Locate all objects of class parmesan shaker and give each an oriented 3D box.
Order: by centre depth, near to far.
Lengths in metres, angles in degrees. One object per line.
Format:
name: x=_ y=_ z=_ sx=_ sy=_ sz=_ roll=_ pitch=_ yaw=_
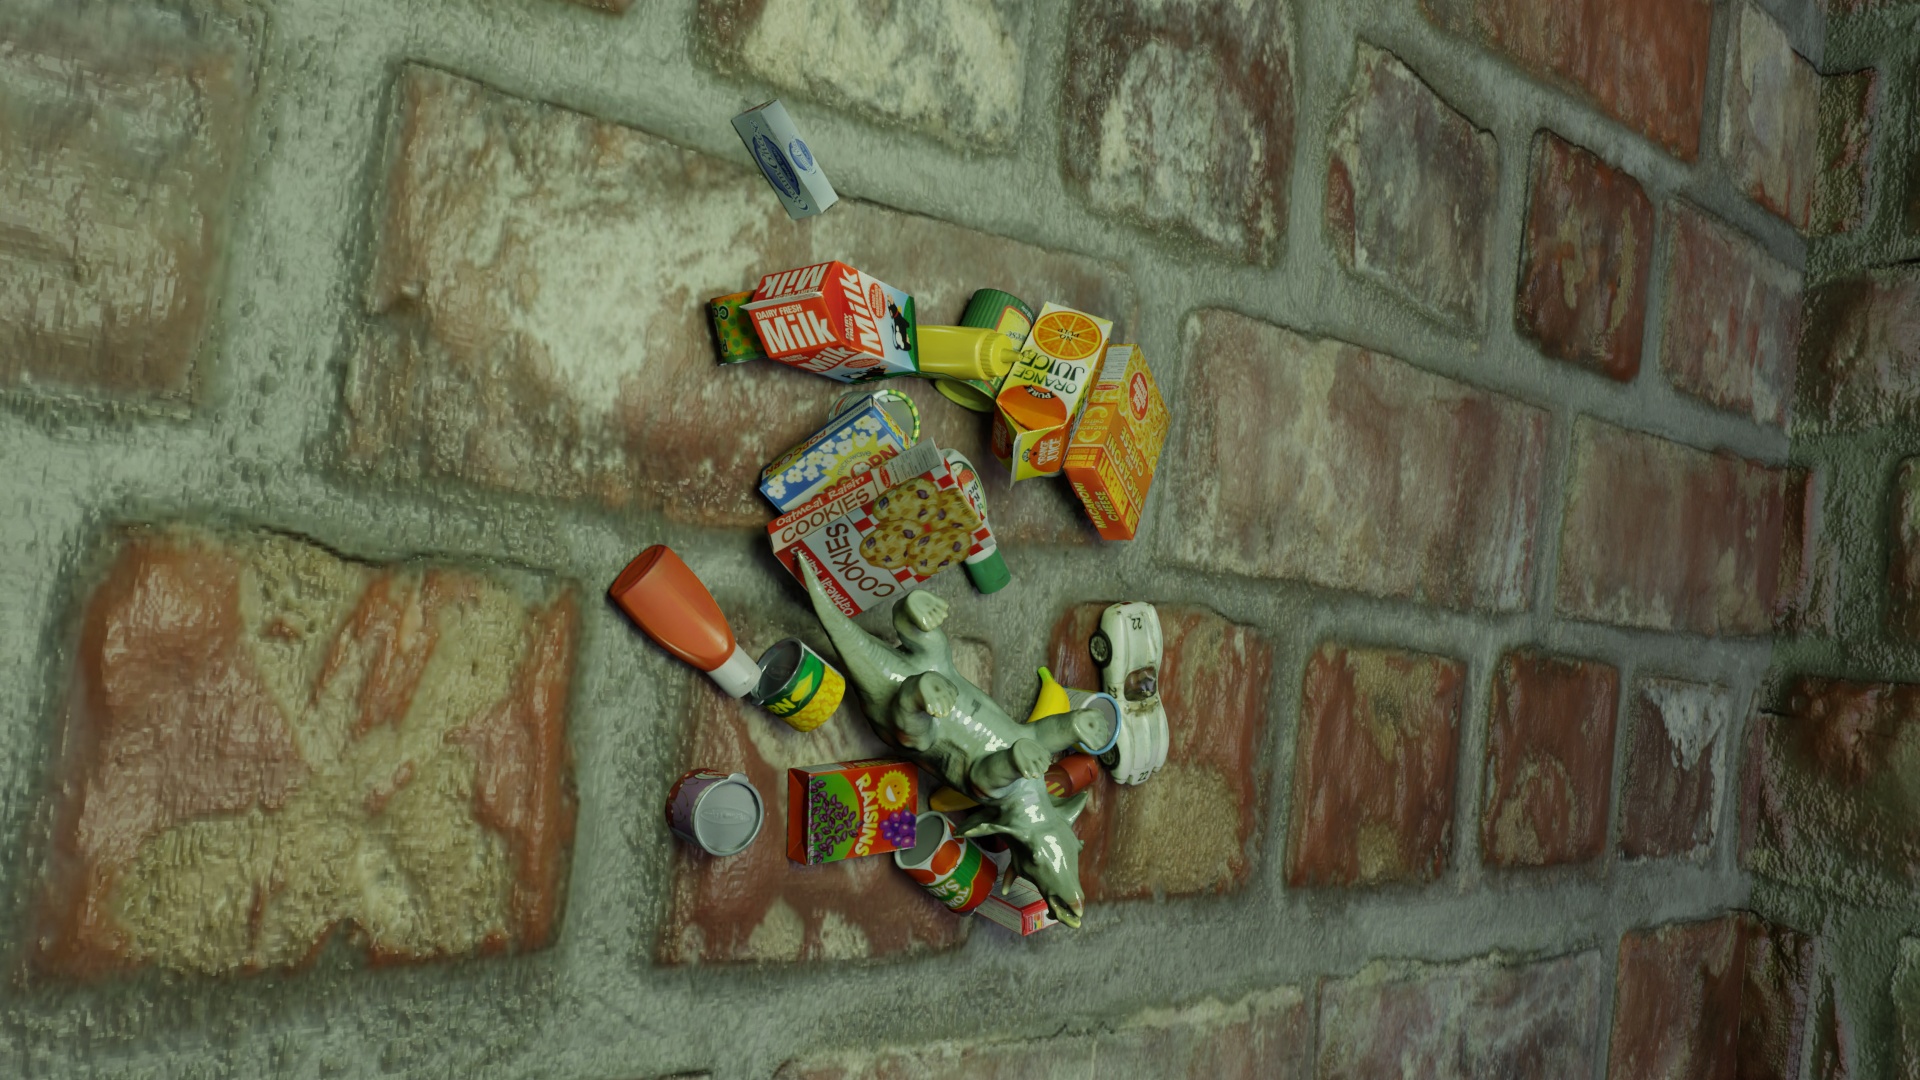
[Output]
parmesan shaker: x=0.023 y=-0.187 z=1.353 sx=0.071 sy=0.071 sz=0.103 roll=32 pitch=73 yaw=-34

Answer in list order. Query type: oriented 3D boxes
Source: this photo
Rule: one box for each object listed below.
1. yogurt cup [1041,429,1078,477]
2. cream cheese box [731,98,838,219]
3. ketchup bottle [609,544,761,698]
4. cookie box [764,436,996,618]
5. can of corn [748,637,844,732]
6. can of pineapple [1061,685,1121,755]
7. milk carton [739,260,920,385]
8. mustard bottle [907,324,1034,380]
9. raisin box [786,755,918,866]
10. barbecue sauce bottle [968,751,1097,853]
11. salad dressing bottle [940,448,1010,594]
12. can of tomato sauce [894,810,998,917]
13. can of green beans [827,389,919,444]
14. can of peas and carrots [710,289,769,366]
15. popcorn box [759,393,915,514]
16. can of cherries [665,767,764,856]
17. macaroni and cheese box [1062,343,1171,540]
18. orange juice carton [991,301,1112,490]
yogurt cup: x=0.087 y=-0.106 z=1.412 sx=0.072 sy=0.072 sz=0.054 roll=49 pitch=56 yaw=-29
cream cheese box: x=-0.154 y=-0.333 z=1.219 sx=0.024 sy=0.053 sz=0.103 roll=-45 pitch=117 yaw=-25
ketchup bottle: x=-0.229 y=0.074 z=1.186 sx=0.065 sy=0.043 sz=0.148 roll=-51 pitch=120 yaw=-23
cookie box: x=-0.069 y=-0.006 z=1.230 sx=0.167 sy=0.040 sz=0.122 roll=-27 pitch=138 yaw=7
can of corn: x=-0.147 y=0.131 z=1.238 sx=0.058 sy=0.071 sz=0.071 roll=43 pitch=67 yaw=-32
can of pineapple: x=0.128 y=0.190 z=1.459 sx=0.071 sy=0.058 sz=0.071 roll=-2 pitch=94 yaw=-38
milk carton: x=-0.108 y=-0.186 z=1.183 sx=0.191 sy=0.072 sz=0.073 roll=7 pitch=77 yaw=-66
mustard bottle: x=-0.004 y=-0.171 z=1.272 sx=0.065 sy=0.160 sz=0.048 roll=2 pitch=95 yaw=-57
raisin box: x=-0.099 y=0.250 z=1.298 sx=0.123 sy=0.040 sz=0.086 roll=0 pitch=91 yaw=-39
barbecue sauce bottle: x=0.077 y=0.263 z=1.433 sx=0.149 sy=0.043 sz=0.064 roll=-23 pitch=105 yaw=-35
salad dressing bottle: x=0.005 y=-0.017 z=1.363 sx=0.064 sy=0.044 sz=0.147 roll=-40 pitch=115 yaw=-31
can of tomato sauce: x=-0.015 y=0.314 z=1.348 sx=0.083 sy=0.071 sz=0.071 roll=47 pitch=65 yaw=-29
can of green beans: x=-0.080 y=-0.106 z=1.284 sx=0.071 sy=0.058 sz=0.071 roll=-2 pitch=94 yaw=-38
can of peas and carrots: x=-0.180 y=-0.186 z=1.198 sx=0.071 sy=0.071 sz=0.058 roll=-18 pitch=103 yaw=-36
popcorn box: x=-0.103 y=-0.060 z=1.236 sx=0.126 sy=0.038 sz=0.085 roll=-33 pitch=120 yaw=14
can of cherries: x=-0.211 y=0.231 z=1.198 sx=0.071 sy=0.058 sz=0.071 roll=-2 pitch=93 yaw=-37
macaroni and cheese box: x=0.165 y=-0.102 z=1.444 sx=0.123 sy=0.040 sz=0.167 roll=56 pitch=46 yaw=-44
orange juice carton: x=0.082 y=-0.138 z=1.349 sx=0.071 sy=0.073 sz=0.194 roll=96 pitch=16 yaw=-52
